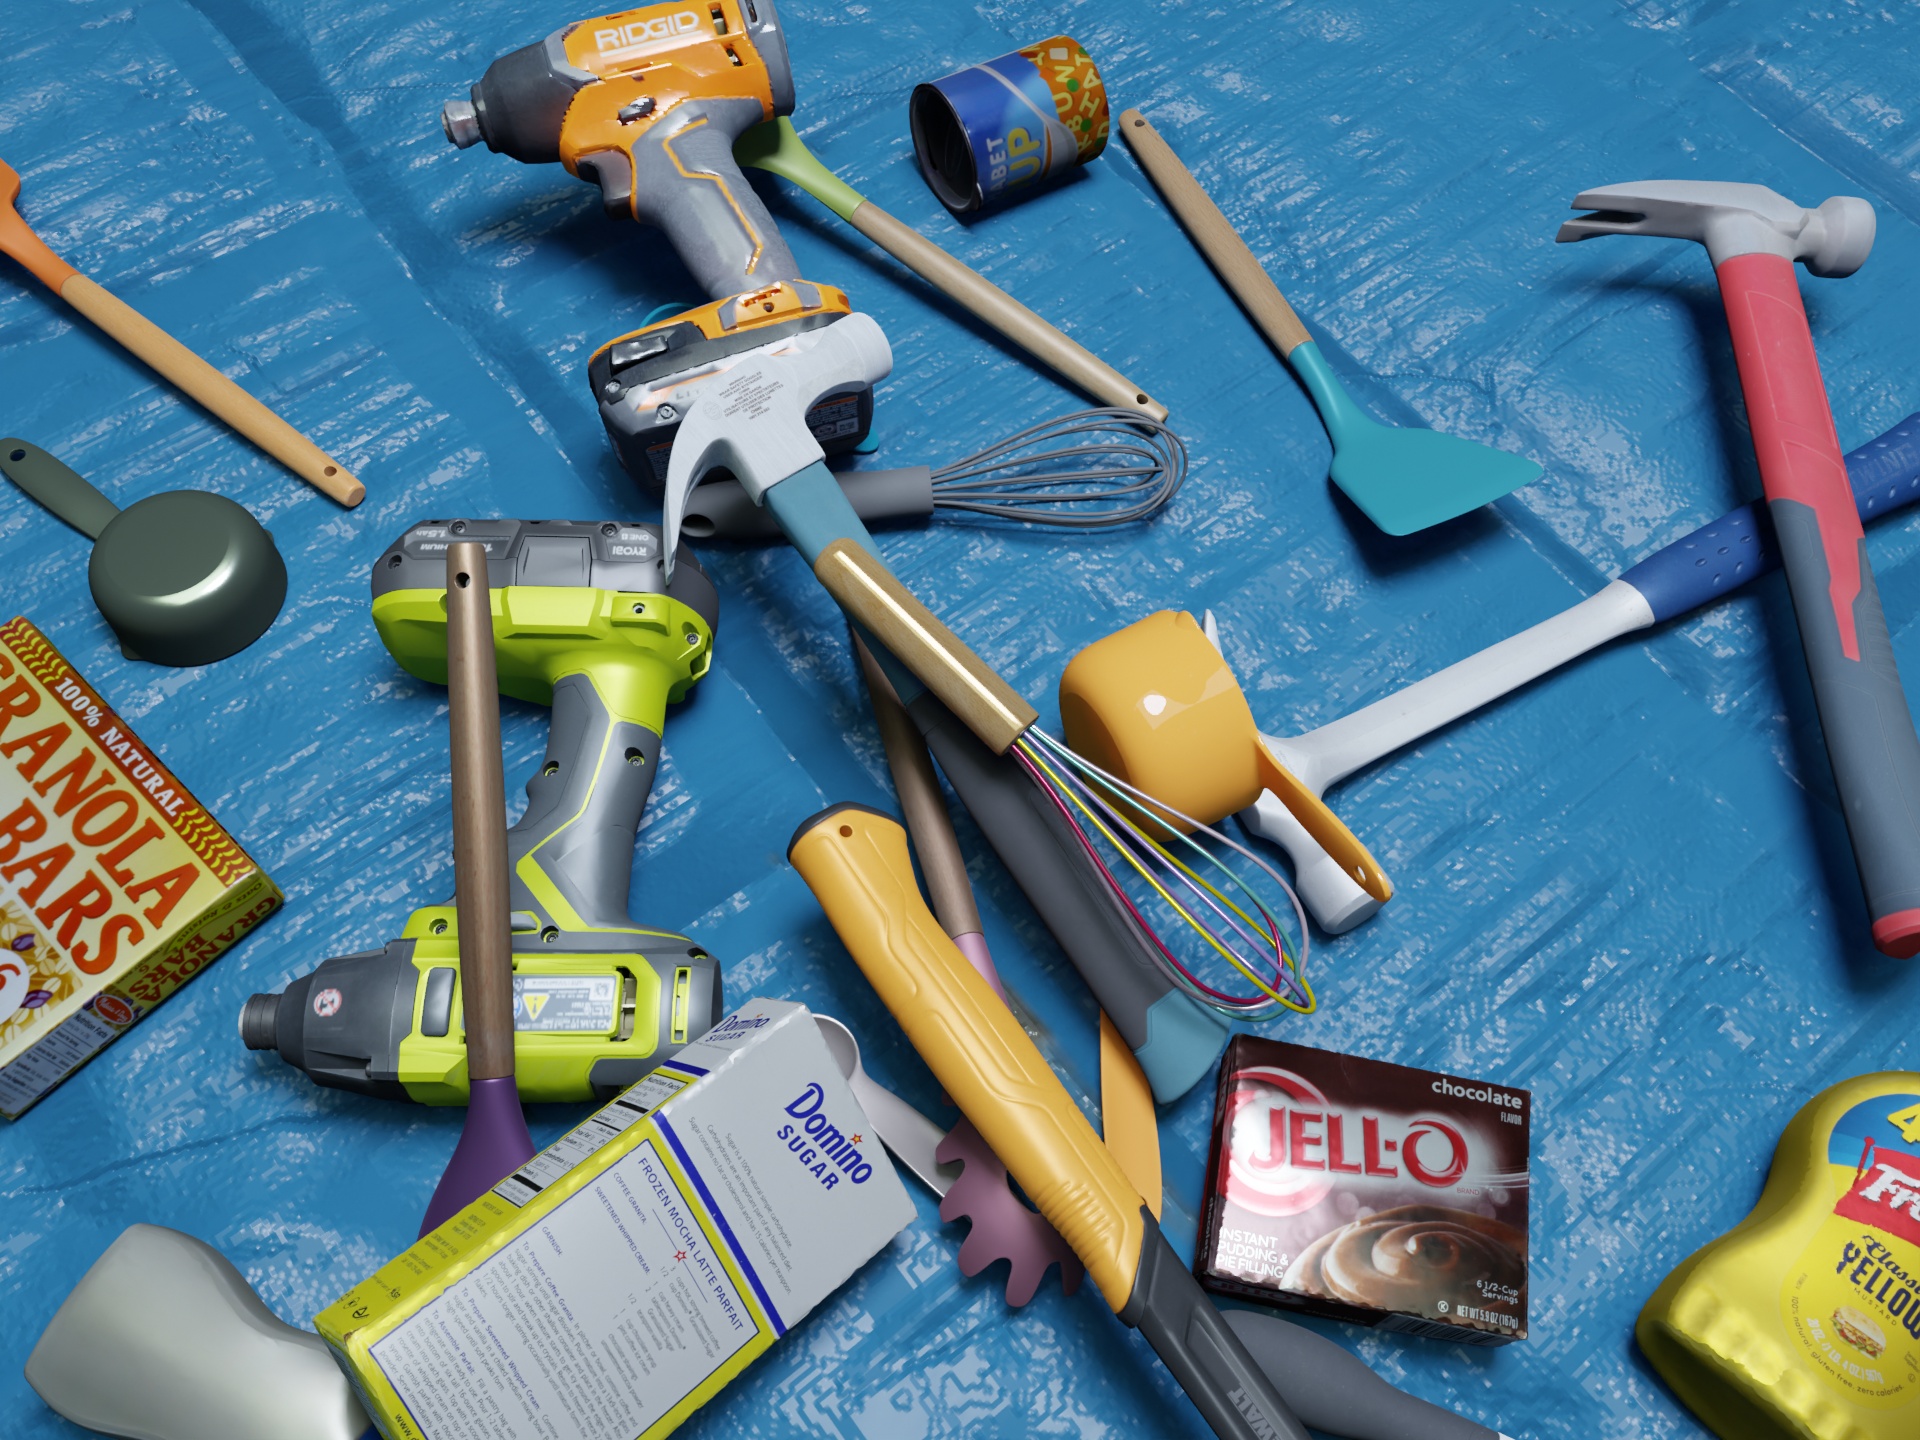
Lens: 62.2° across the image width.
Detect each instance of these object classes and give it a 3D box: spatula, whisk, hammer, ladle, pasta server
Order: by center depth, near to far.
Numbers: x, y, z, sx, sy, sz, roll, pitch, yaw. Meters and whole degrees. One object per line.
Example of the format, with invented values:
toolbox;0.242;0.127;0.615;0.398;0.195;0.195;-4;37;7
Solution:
whisk;0.213;0.263;0.524;0.285;0.070;0.070;22;62;14
hammer;0.037;0.164;0.526;0.127;0.034;0.337;-25;64;-30
spatula;-0.164;0.096;0.545;0.060;0.018;0.316;-3;88;-1
whisk;0.038;0.021;0.586;0.245;0.051;0.047;44;46;7
hammer;-0.001;-0.002;0.618;0.128;0.033;0.331;-32;82;-20
pasta server;-0.007;0.068;0.634;0.060;0.040;0.317;-4;55;-22
hammer;0.356;-0.086;0.690;0.143;0.038;0.387;4;61;0
hammer;0.289;-0.053;0.711;0.405;0.035;0.144;-25;65;-15
whisk;-0.015;-0.106;0.722;0.239;0.055;0.055;-7;61;-2
spatula;-0.405;-0.190;0.765;0.323;0.041;0.081;35;65;11
spatula;0.159;-0.208;0.787;0.082;0.044;0.318;-23;63;-11
ladle;-0.031;-0.232;0.800;0.320;0.062;0.078;37;65;9

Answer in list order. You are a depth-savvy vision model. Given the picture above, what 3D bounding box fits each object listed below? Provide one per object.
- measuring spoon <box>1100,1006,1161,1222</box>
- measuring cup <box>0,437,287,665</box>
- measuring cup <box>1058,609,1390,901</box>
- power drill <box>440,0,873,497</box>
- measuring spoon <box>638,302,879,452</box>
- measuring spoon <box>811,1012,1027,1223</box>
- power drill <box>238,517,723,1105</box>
measuring spoon;0.062;0.142;0.609;0.021;0.011;0.117;1;64;-11
measuring cup;-0.373;-0.089;0.698;0.168;0.038;0.083;34;65;13
measuring cup;0.093;0.026;0.607;0.052;0.095;0.174;-23;37;-12
power drill;-0.139;-0.223;0.728;0.164;0.084;0.227;-15;75;-6
measuring spoon;-0.097;-0.158;0.767;0.128;0.021;0.042;28;75;2
measuring spoon;-0.022;0.157;0.595;0.124;0.018;0.034;38;53;10
power drill;-0.176;0.036;0.620;0.171;0.080;0.223;1;64;-3
